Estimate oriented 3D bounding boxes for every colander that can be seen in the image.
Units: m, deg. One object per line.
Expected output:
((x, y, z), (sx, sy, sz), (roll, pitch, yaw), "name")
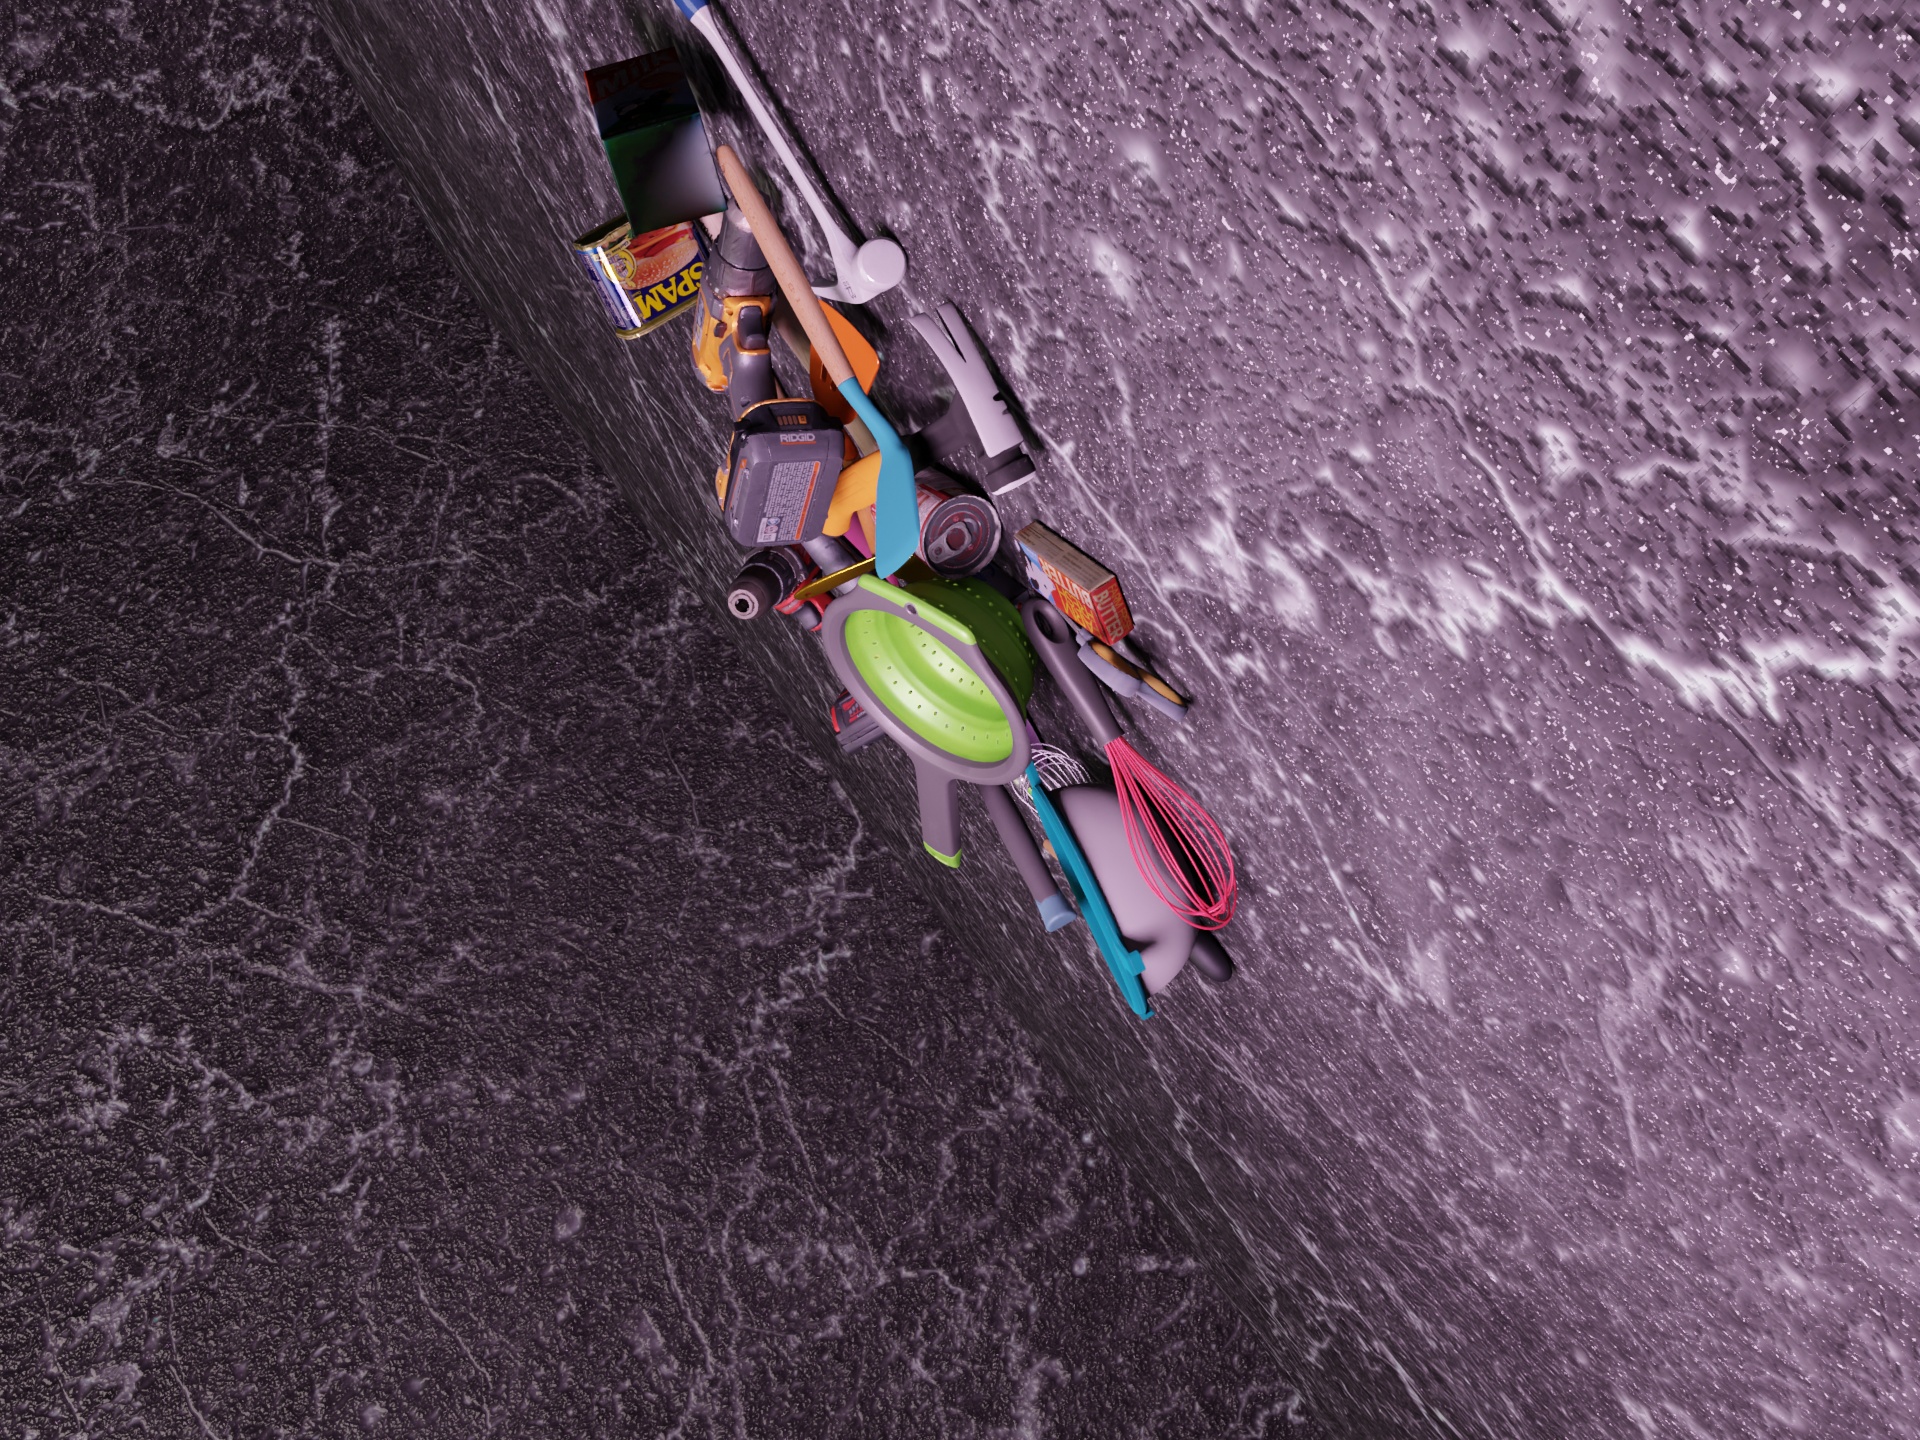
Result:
((-0.002, -0.004, 1.350), (0.205, 0.094, 0.396), (30, 152, 21), "colander")

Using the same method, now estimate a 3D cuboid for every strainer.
((0.120, 0.080, 1.372), (0.210, 0.095, 0.341), (68, 179, -66), "strainer")

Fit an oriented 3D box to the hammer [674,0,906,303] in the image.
((-0.169, -0.459, 1.061), (0.405, 0.035, 0.144), (57, 169, -15), "hammer")

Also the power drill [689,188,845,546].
((-0.152, -0.271, 1.215), (0.185, 0.084, 0.226), (116, 142, -55), "power drill")

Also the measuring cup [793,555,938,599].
((-0.079, -0.126, 1.408), (0.062, 0.156, 0.029), (30, -136, -59), "measuring cup")

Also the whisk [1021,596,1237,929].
((0.129, 0.032, 1.239), (0.296, 0.073, 0.073), (59, 169, 2), "whisk")

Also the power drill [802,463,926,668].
((-0.101, -0.154, 1.520), (0.226, 0.084, 0.164), (54, -157, 4), "power drill")

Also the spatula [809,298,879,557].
((-0.079, -0.211, 1.310), (0.081, 0.041, 0.322), (47, 167, 24), "spatula")

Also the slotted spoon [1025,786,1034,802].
((0.050, 0.034, 1.669), (0.314, 0.031, 0.070), (57, 169, -3), "slotted spoon")

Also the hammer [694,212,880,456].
((-0.137, -0.329, 1.329), (0.410, 0.038, 0.146), (54, 168, 0), "hammer")

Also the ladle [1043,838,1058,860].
((0.153, 0.179, 1.667), (0.069, 0.031, 0.316), (62, 169, -23), "ladle")

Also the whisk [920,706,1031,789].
((-0.013, -0.003, 1.656), (0.246, 0.059, 0.057), (39, -168, 28), "whisk")

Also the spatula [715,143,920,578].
((-0.099, -0.254, 1.097), (0.317, 0.044, 0.082), (62, 155, 1), "spatula")

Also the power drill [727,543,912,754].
((-0.136, -0.081, 1.560), (0.226, 0.080, 0.188), (54, -157, -13), "power drill")

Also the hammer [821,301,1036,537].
((-0.053, -0.195, 1.171), (0.127, 0.034, 0.337), (63, 157, -6), "hammer")

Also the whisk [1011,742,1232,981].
((0.151, 0.131, 1.469), (0.285, 0.070, 0.070), (48, 168, 8), "whisk")

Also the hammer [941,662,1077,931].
((0.029, 0.062, 1.487), (0.331, 0.033, 0.128), (62, -177, 36), "hammer")

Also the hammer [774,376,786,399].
((-0.178, -0.303, 1.599), (0.130, 0.031, 0.331), (37, 159, 56), "hammer")

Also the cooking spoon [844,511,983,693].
((-0.043, -0.100, 1.614), (0.069, 0.017, 0.318), (-29, 104, 44), "cooking spoon")

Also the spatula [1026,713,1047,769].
((0.036, -0.049, 1.489), (0.060, 0.018, 0.315), (43, 166, 38), "spatula")
